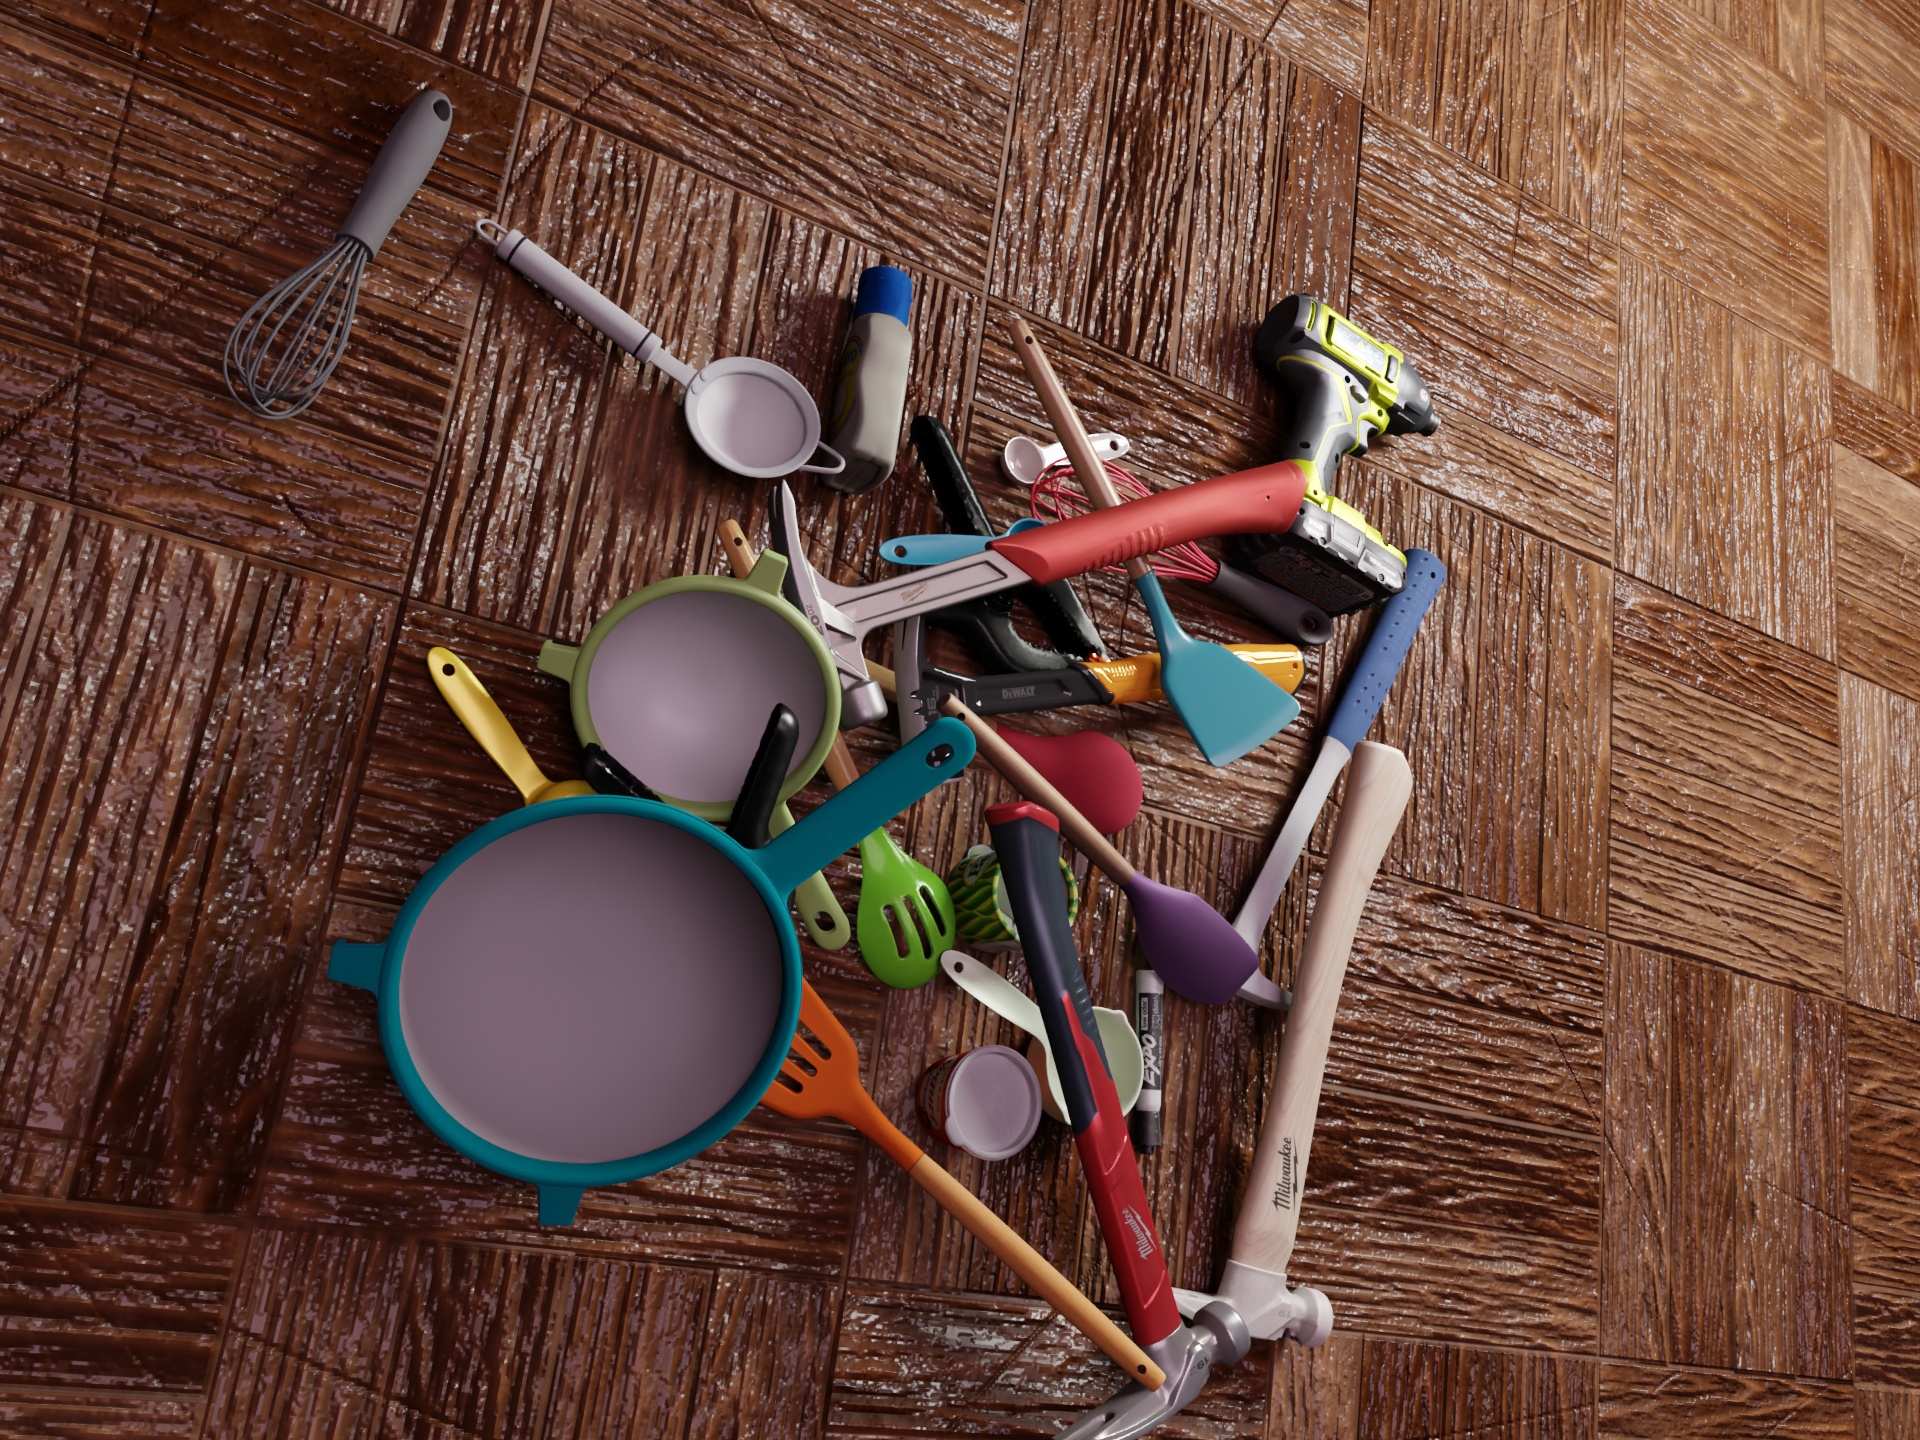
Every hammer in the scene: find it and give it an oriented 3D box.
[{"bbox_3d":[0.232,0.210,1.091,0.146,0.038,0.411,20,79,-23],"label":"hammer"},{"bbox_3d":[0.104,-0.034,1.071,0.336,0.034,0.127,-5,89,-34],"label":"hammer"},{"bbox_3d":[0.069,0.239,0.961,0.143,0.038,0.386,-19,96,-33],"label":"hammer"},{"bbox_3d":[0.282,0.033,1.196,0.144,0.035,0.406,41,62,-17],"label":"hammer"},{"bbox_3d":[0.061,-0.115,0.989,0.359,0.037,0.149,-19,92,-23],"label":"hammer"}]

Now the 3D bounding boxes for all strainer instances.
[{"bbox_3d":[-0.125,0.022,0.941,0.151,0.069,0.256,-22,115,5],"label":"strainer"},{"bbox_3d":[-0.143,0.095,0.853,0.340,0.095,0.211,-35,109,-6],"label":"strainer"},{"bbox_3d":[-0.185,-0.223,0.973,0.258,0.050,0.087,36,58,-13],"label":"strainer"}]

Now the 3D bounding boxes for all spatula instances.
[{"bbox_3d":[0.115,-0.122,1.044,0.082,0.044,0.317,-31,97,-22],"label":"spatula"},{"bbox_3d":[0.090,0.088,1.026,0.060,0.018,0.315,-46,116,-2],"label":"spatula"},{"bbox_3d":[-0.009,0.274,0.922,0.323,0.041,0.081,40,82,9],"label":"spatula"}]

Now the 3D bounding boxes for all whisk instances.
[{"bbox_3d":[0.166,-0.113,1.147,0.295,0.073,0.073,22,69,-31],"label":"whisk"},{"bbox_3d":[-0.341,-0.267,0.888,0.055,0.055,0.239,29,62,-22],"label":"whisk"}]

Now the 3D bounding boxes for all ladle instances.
[{"bbox_3d":[-0.002,-0.003,1.043,0.315,0.031,0.069,25,66,-22],"label":"ladle"}]

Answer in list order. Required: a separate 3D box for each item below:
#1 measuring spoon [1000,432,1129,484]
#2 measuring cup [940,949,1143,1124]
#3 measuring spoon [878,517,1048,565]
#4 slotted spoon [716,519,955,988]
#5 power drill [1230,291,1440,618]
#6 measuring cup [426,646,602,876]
[{"bbox_3d":[0.074,-0.189,1.136,0.124,0.018,0.034,-16,87,-39],"label":"measuring spoon"},{"bbox_3d":[0.044,0.198,1.021,0.167,0.038,0.083,39,63,-16],"label":"measuring cup"},{"bbox_3d":[0.005,-0.108,1.033,0.128,0.021,0.042,-4,75,-21],"label":"measuring spoon"},{"bbox_3d":[-0.079,0.022,0.980,0.070,0.031,0.313,-27,96,-27],"label":"slotted spoon"},{"bbox_3d":[0.296,-0.200,1.232,0.171,0.080,0.223,26,65,-23],"label":"power drill"},{"bbox_3d":[-0.245,0.022,0.890,0.062,0.029,0.156,-42,104,-30],"label":"measuring cup"}]
